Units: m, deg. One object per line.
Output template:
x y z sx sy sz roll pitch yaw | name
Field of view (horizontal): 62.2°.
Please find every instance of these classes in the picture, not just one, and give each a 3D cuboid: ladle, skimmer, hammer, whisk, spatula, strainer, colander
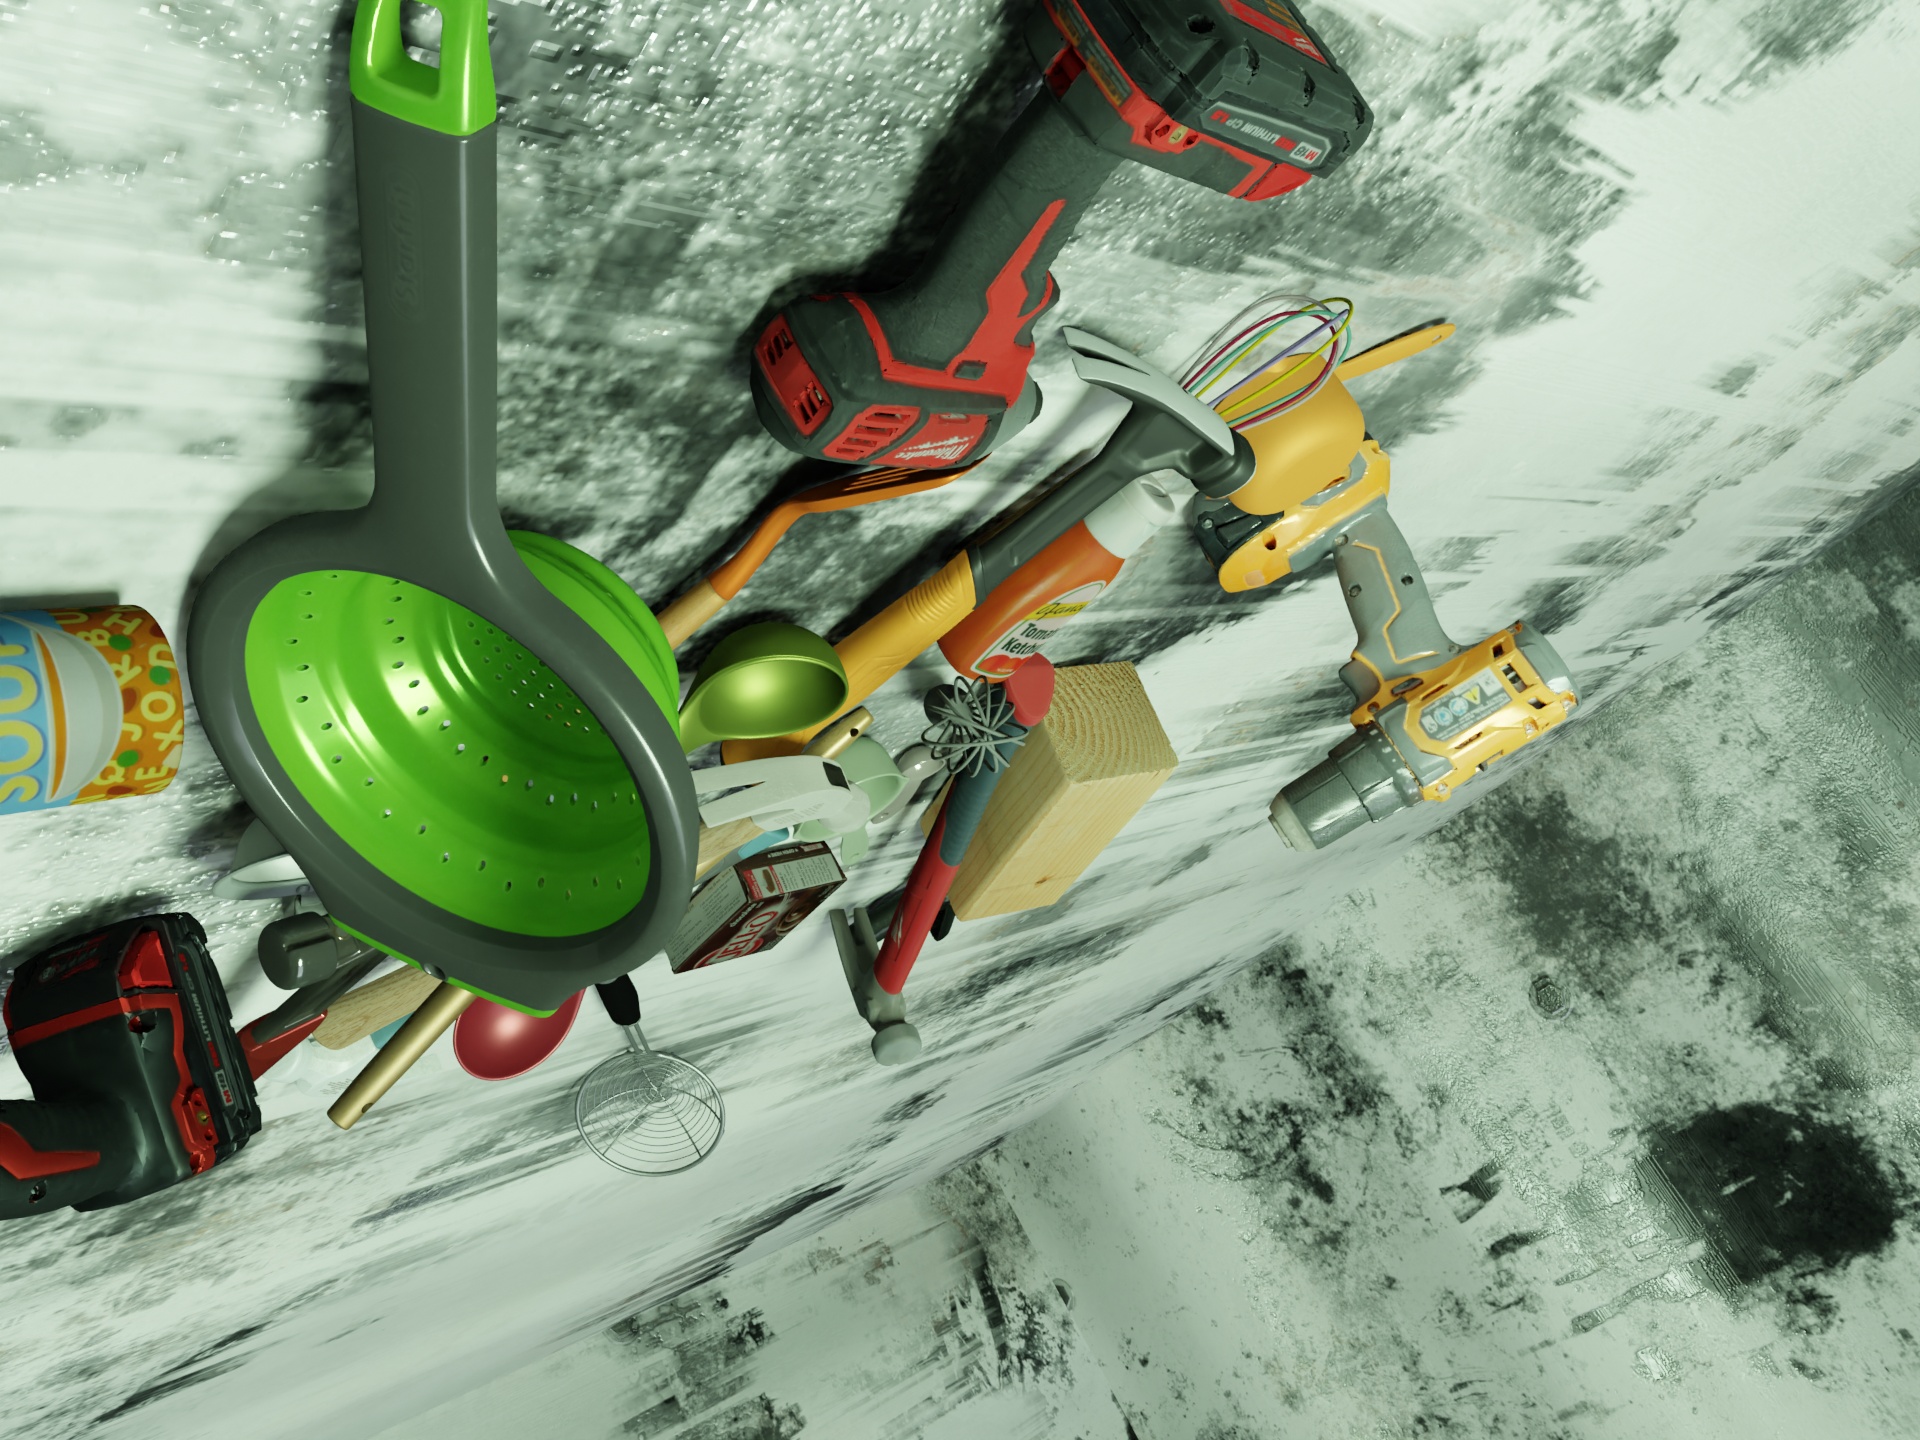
-0.174 0.098 0.952 0.315 0.031 0.069 -41 123 -4 | ladle
-0.255 0.274 1.235 0.127 0.090 0.363 3 153 -2 | skimmer
-0.018 0.084 1.141 0.038 0.143 0.386 -2 138 -26 | hammer
-0.015 -0.063 0.815 0.337 0.034 0.127 -37 139 30 | hammer
-0.002 -0.002 0.890 0.055 0.055 0.239 -30 -174 -3 | whisk
-0.214 0.102 0.883 0.331 0.031 0.130 -26 162 5 | hammer
-0.122 -0.040 0.732 0.322 0.041 0.081 -36 -171 20 | spatula
-0.258 0.140 0.989 0.331 0.033 0.128 -29 160 -5 | hammer
-0.175 0.074 0.764 0.320 0.062 0.078 -49 156 -15 | ladle
0.094 -0.140 0.815 0.245 0.047 0.051 -33 149 18 | whisk
-0.312 0.085 0.764 0.087 0.050 0.258 -13 160 -28 | strainer
-0.365 0.171 0.840 0.359 0.037 0.149 -36 168 34 | hammer
-0.158 -0.063 0.545 0.094 0.204 0.396 -59 169 -47 | colander

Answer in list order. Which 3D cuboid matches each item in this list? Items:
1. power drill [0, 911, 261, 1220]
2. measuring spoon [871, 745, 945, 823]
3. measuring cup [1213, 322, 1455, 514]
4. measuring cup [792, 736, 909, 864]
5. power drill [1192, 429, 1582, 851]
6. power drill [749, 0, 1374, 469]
-0.385 0.129 0.616 0.080 0.188 0.226 -19 179 7 | power drill
-0.043 0.045 1.108 0.034 0.018 0.124 -13 162 -25 | measuring spoon
0.217 -0.172 0.891 0.173 0.052 0.095 -25 160 -11 | measuring cup
-0.078 0.057 1.046 0.083 0.038 0.167 -27 162 -12 | measuring cup
0.222 -0.049 0.938 0.185 0.226 0.084 -33 160 7 | power drill
0.033 -0.175 0.586 0.143 0.079 0.219 -6 152 -50 | power drill
